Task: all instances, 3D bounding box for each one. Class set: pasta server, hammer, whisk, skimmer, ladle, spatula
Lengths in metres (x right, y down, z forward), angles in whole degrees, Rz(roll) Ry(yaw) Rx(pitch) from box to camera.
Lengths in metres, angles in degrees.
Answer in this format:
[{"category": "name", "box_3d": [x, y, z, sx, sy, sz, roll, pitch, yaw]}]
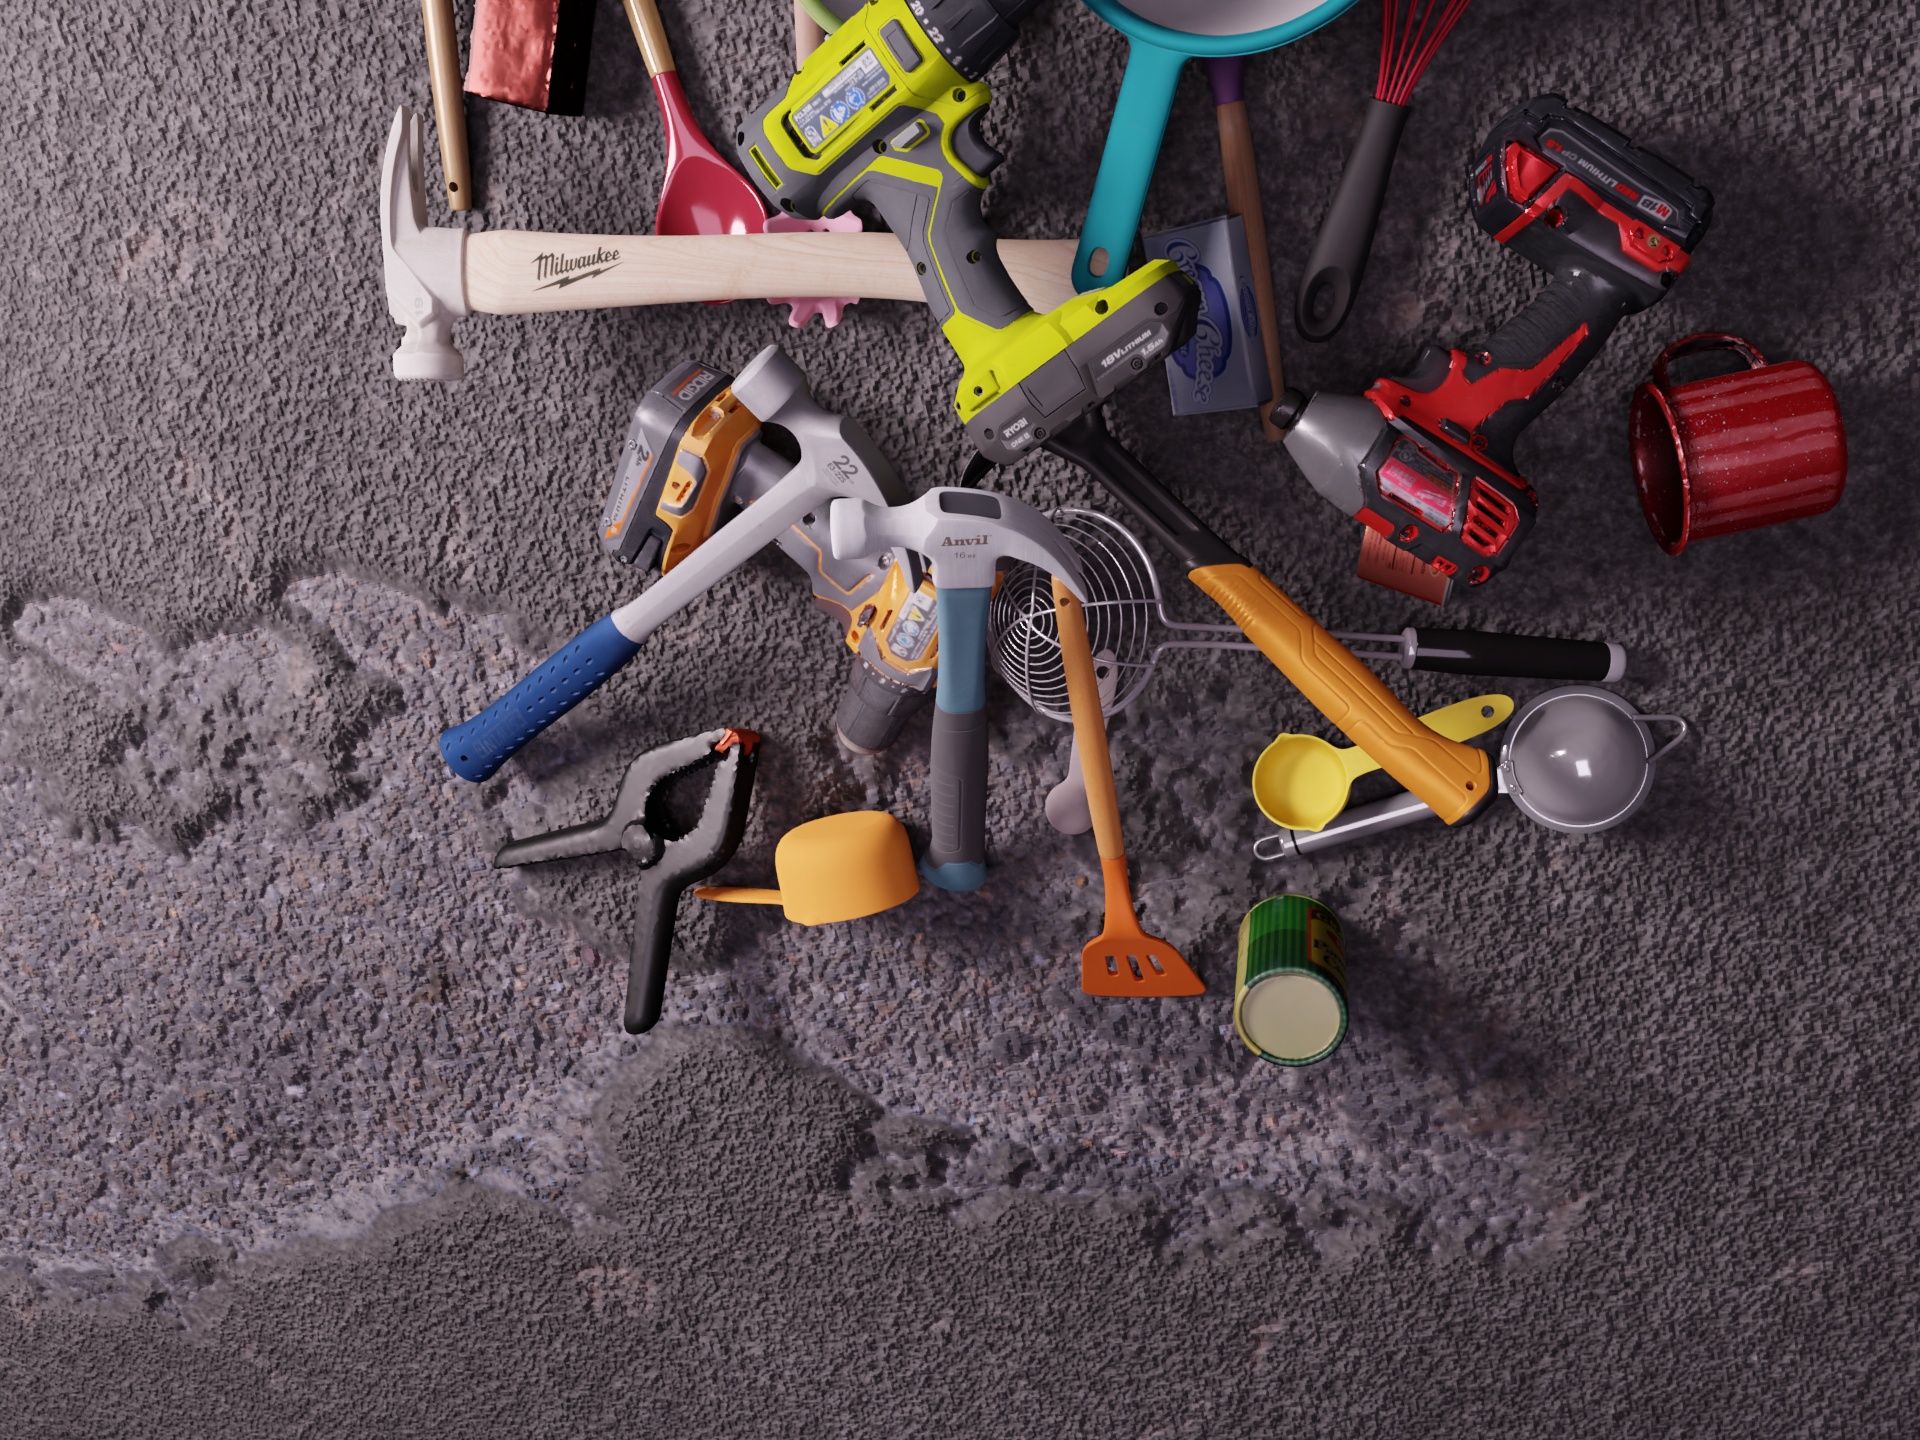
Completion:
[{"category": "pasta server", "box_3d": [-0.084, -0.381, 0.881, 0.060, 0.040, 0.316, 0, 107, 2]}, {"category": "hammer", "box_3d": [-0.184, -0.055, 0.934, 0.405, 0.035, 0.144, -31, 113, 37]}, {"category": "whisk", "box_3d": [0.228, -0.340, 0.822, 0.073, 0.073, 0.295, 17, 117, 6]}, {"category": "skimmer", "box_3d": [0.195, -0.052, 0.933, 0.363, 0.090, 0.127, 4, 102, 0]}, {"category": "hammer", "box_3d": [0.153, -0.062, 0.869, 0.337, 0.034, 0.127, 44, 76, 8]}, {"category": "hammer", "box_3d": [-0.001, -0.003, 0.896, 0.128, 0.033, 0.330, -3, 142, -3]}, {"category": "ladle", "box_3d": [-0.298, -0.459, 0.905, 0.078, 0.062, 0.320, 5, 115, 8]}, {"category": "spatula", "box_3d": [0.153, -0.309, 0.865, 0.060, 0.018, 0.315, -7, 105, 13]}, {"category": "hammer", "box_3d": [-0.113, -0.260, 0.880, 0.410, 0.038, 0.146, 1, 101, 2]}, {"category": "spatula", "box_3d": [0.087, 0.053, 0.942, 0.081, 0.041, 0.322, -3, 120, 16]}, {"category": "ladle", "box_3d": [-0.179, -0.392, 0.903, 0.069, 0.031, 0.315, -16, 102, 9]}]

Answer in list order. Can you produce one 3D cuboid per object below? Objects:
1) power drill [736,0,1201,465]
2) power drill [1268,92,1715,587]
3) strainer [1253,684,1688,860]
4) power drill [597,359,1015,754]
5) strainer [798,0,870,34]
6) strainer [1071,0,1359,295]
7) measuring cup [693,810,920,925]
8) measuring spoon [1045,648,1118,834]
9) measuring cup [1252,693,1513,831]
[{"category": "power drill", "box_3d": [0.020, -0.265, 0.800, 0.190, 0.080, 0.228, -33, 96, 23]}, {"category": "power drill", "box_3d": [0.265, -0.194, 0.813, 0.143, 0.078, 0.219, 32, 93, 0]}, {"category": "strainer", "box_3d": [0.296, 0.044, 0.938, 0.258, 0.050, 0.087, -19, 87, 20]}, {"category": "power drill", "box_3d": [-0.098, -0.088, 0.948, 0.226, 0.084, 0.185, 30, 130, 0]}, {"category": "strainer", "box_3d": [-0.032, -0.386, 0.859, 0.151, 0.069, 0.256, -24, 124, -17]}, {"category": "strainer", "box_3d": [0.125, -0.382, 0.800, 0.211, 0.095, 0.340, 24, 121, 14]}, {"category": "measuring cup", "box_3d": [-0.109, 0.091, 1.024, 0.174, 0.095, 0.052, -2, 103, 32]}, {"category": "measuring spoon", "box_3d": [0.078, 0.015, 0.984, 0.034, 0.018, 0.124, 14, 109, 7]}, {"category": "measuring cup", "box_3d": [0.249, 0.019, 0.938, 0.156, 0.029, 0.062, -22, 78, 16]}]
